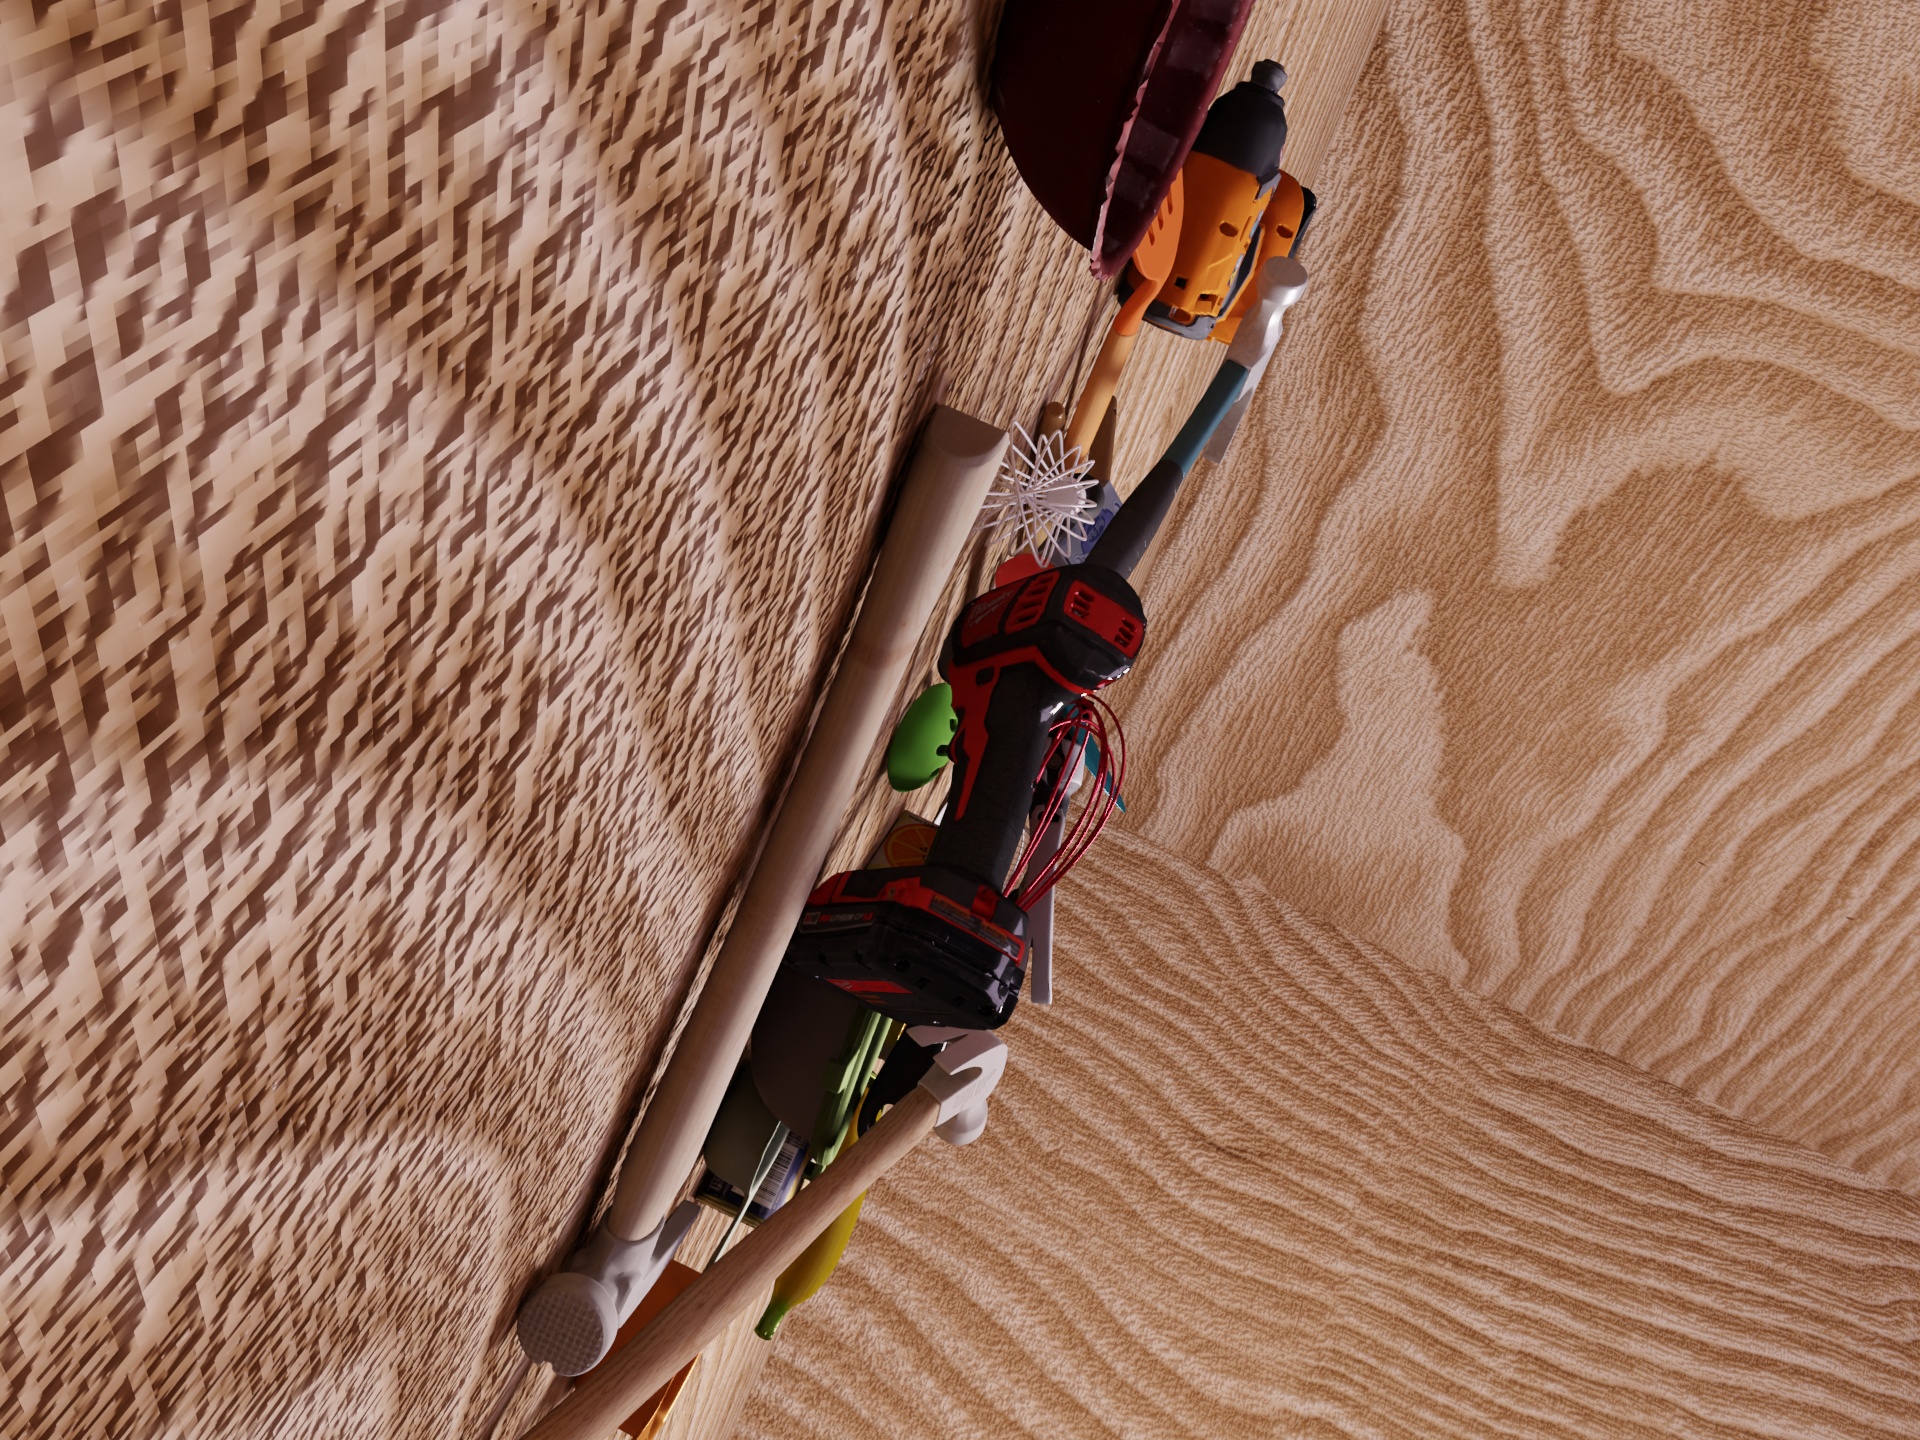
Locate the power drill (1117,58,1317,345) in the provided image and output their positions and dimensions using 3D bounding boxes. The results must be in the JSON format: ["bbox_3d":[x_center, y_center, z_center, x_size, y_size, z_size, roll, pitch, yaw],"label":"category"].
[{"bbox_3d":[0.175,-0.327,1.030,0.164,0.084,0.226,-66,170,15],"label":"power drill"}]

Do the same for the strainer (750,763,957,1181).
[{"bbox_3d":[-0.057,0.117,0.889,0.151,0.069,0.256,105,5,-55],"label":"strainer"}]

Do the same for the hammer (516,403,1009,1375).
[{"bbox_3d":[-0.073,0.066,0.670,0.146,0.038,0.410,-35,150,-81],"label":"hammer"}]

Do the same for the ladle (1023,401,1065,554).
[{"bbox_3d":[0.050,-0.119,1.036,0.069,0.031,0.315,-56,169,-18],"label":"ladle"}]

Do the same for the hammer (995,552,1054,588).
[{"bbox_3d":[0.028,0.014,1.068,0.386,0.038,0.143,94,13,-66],"label":"hammer"}]

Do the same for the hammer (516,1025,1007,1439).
[{"bbox_3d":[-0.094,0.255,0.763,0.331,0.031,0.130,-36,152,-34],"label":"hammer"}]

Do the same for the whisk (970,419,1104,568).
[{"bbox_3d":[0.051,-0.120,0.844,0.284,0.070,0.070,-37,151,-77],"label":"whisk"}]

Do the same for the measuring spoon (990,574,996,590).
[{"bbox_3d":[0.030,-0.068,1.054,0.034,0.018,0.124,-27,159,-13],"label":"measuring spoon"}]

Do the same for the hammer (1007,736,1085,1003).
[{"bbox_3d":[0.042,0.130,1.082,0.408,0.036,0.149,95,3,-75],"label":"hammer"}]

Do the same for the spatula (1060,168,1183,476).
[{"bbox_3d":[0.082,-0.221,0.934,0.081,0.041,0.322,-61,177,-27],"label":"spatula"}]

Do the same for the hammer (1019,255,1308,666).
[{"bbox_3d":[0.116,-0.136,0.939,0.331,0.033,0.128,-56,171,-33],"label":"hammer"}]

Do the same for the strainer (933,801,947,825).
[{"bbox_3d":[0.025,0.033,1.375,0.258,0.050,0.086,-68,159,1],"label":"strainer"}]

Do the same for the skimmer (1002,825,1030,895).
[{"bbox_3d":[-0.036,0.171,1.336,0.127,0.090,0.363,-20,-177,27],"label":"skimmer"}]

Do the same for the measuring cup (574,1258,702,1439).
[{"bbox_3d":[-0.179,0.344,0.810,0.095,0.052,0.174,-68,172,23],"label":"measuring cup"}]

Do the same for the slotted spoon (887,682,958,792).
[{"bbox_3d":[-0.002,-0.003,1.056,0.314,0.031,0.070,-41,151,-79],"label":"slotted spoon"}]

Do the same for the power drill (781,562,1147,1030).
[{"bbox_3d":[0.002,0.031,0.767,0.143,0.078,0.220,-13,-130,58],"label":"power drill"}]

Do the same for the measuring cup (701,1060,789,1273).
[{"bbox_3d":[-0.140,0.272,0.922,0.167,0.038,0.083,-63,174,2],"label":"measuring cup"}]

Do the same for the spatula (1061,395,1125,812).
[{"bbox_3d":[0.092,-0.093,1.054,0.082,0.044,0.318,48,43,-49],"label":"spatula"}]

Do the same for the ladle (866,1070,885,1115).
[{"bbox_3d":[-0.099,0.245,1.081,0.078,0.062,0.320,-20,161,-6],"label":"ladle"}]

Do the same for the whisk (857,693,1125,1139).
[{"bbox_3d":[0.009,0.115,0.868,0.295,0.073,0.073,-65,174,15],"label":"whisk"}]
